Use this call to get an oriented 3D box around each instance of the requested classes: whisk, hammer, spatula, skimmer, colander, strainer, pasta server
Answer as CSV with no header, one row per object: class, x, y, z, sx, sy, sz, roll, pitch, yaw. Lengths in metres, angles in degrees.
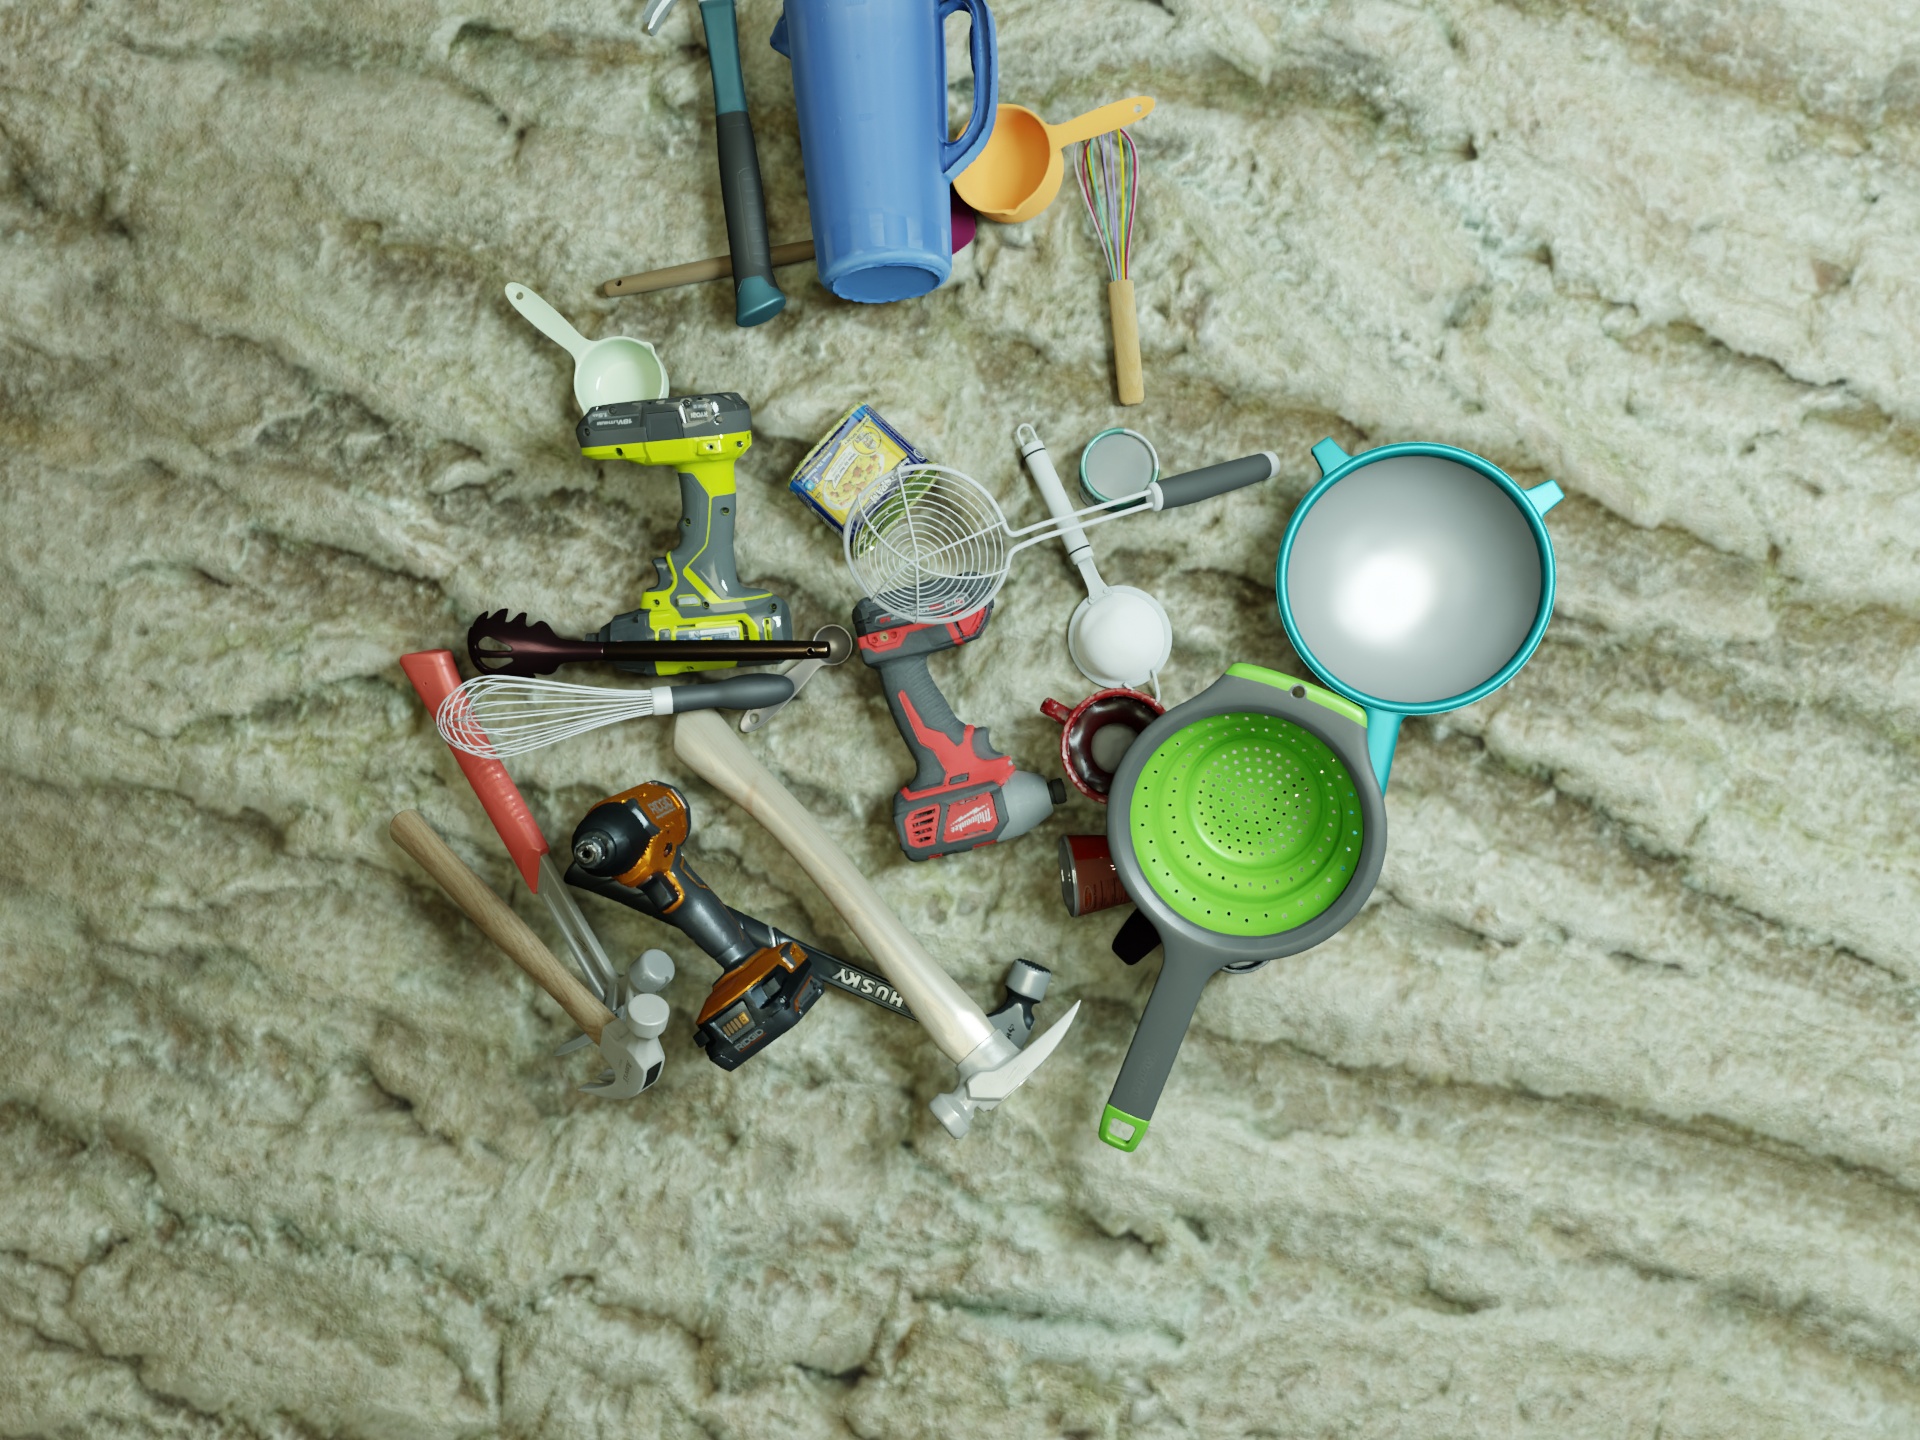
whisk,-0.274,-0.012,1.283,0.284,0.070,0.070,-6,88,-17
hammer,-0.187,-0.492,1.328,0.128,0.033,0.331,-9,83,4
hammer,-0.139,0.199,1.321,0.409,0.036,0.149,22,91,4
spatula,0.244,0.085,1.297,0.316,0.060,0.018,-41,115,-3
skimmer,0.087,-0.169,1.259,0.363,0.090,0.127,-19,117,-25
colander,0.192,0.146,1.225,0.204,0.094,0.397,22,105,11
hammer,-0.083,0.134,1.291,0.146,0.038,0.411,-40,78,-10
strainer,0.101,-0.129,1.312,0.087,0.050,0.258,-26,84,17
whisk,0.129,-0.384,1.318,0.047,0.051,0.245,-4,93,37
pasta server,-0.256,-0.058,1.279,0.316,0.040,0.060,0,108,11
hammer,-0.371,0.098,1.322,0.149,0.036,0.359,-39,79,32
strainer,0.341,-0.046,1.268,0.211,0.095,0.340,12,92,6
hammer,-0.354,0.181,1.279,0.331,0.031,0.130,37,131,25

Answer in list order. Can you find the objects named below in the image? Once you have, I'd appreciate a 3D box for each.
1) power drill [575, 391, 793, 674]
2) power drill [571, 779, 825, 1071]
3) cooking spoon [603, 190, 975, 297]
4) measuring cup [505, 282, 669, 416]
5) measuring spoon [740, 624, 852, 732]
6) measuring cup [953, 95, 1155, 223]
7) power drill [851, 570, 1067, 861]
power drill,-0.236,-0.149,1.298,0.171,0.080,0.223,-5,103,5
power drill,-0.211,0.153,1.229,0.084,0.164,0.226,-37,89,10
cooking spoon,-0.145,-0.394,1.342,0.319,0.017,0.069,-10,83,3
measuring cup,-0.317,-0.310,1.342,0.167,0.038,0.083,41,91,5
measuring spoon,-0.138,-0.033,1.338,0.124,0.018,0.034,-42,82,9
measuring cup,0.080,-0.464,1.294,0.173,0.052,0.095,-14,86,18
power drill,-0.002,-0.004,1.298,0.143,0.078,0.219,-14,91,3
